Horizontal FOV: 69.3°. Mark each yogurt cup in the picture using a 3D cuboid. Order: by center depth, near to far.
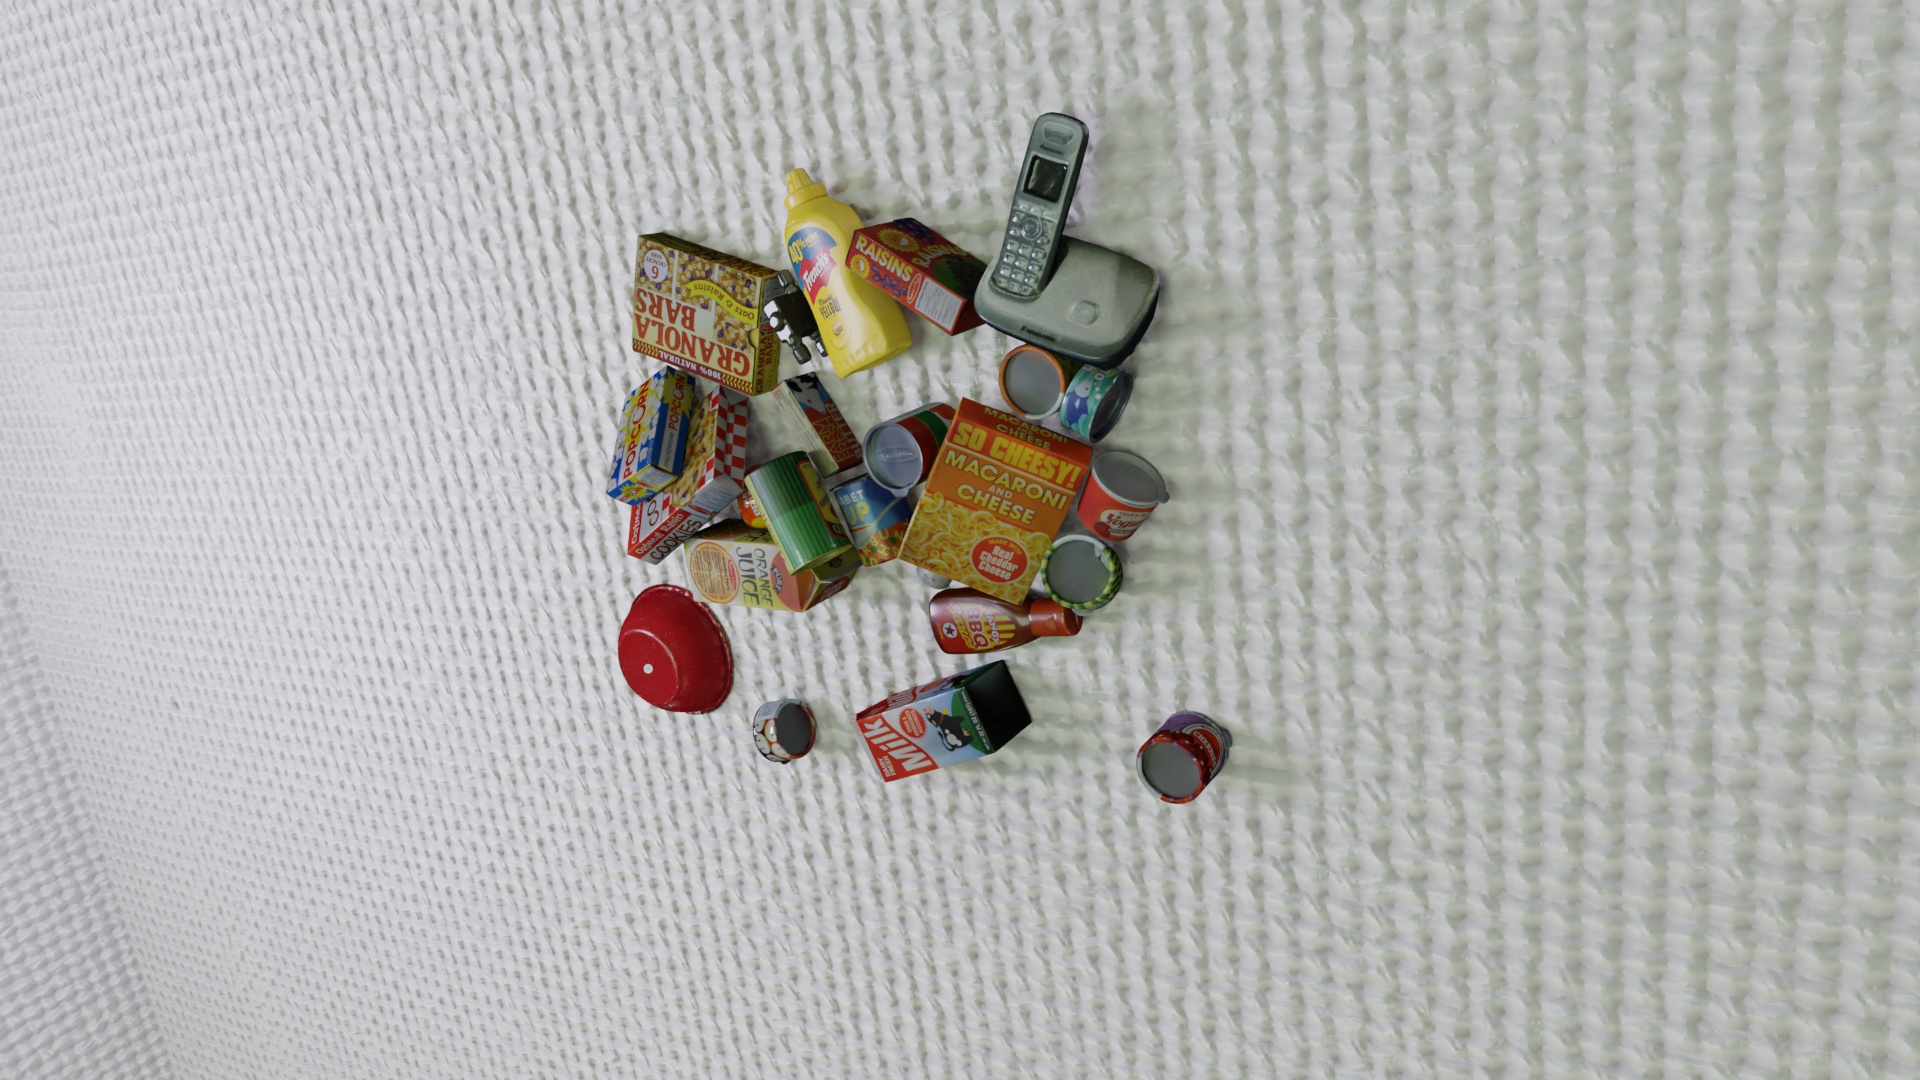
[{"bbox_3d":[0.135,-0.037,1.197,0.072,0.073,0.053,39,132,15],"label":"yogurt cup"}]

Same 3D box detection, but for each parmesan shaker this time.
[{"bbox_3d":[-0.155,-0.027,1.321,0.071,0.071,0.103,-29,85,37],"label":"parmesan shaker"}]

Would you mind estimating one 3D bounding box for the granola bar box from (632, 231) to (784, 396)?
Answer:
[{"bbox_3d":[-0.257,-0.229,1.399,0.166,0.039,0.123,22,118,26],"label":"granola bar box"}]

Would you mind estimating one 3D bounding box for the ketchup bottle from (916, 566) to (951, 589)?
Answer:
[{"bbox_3d":[0.005,-0.016,1.301,0.065,0.044,0.148,36,124,6],"label":"ketchup bottle"}]

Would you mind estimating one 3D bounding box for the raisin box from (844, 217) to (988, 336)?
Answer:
[{"bbox_3d":[-0.027,-0.233,1.216,0.123,0.086,0.039,35,125,18],"label":"raisin box"}]

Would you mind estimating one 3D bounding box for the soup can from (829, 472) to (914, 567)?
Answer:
[{"bbox_3d":[-0.081,-0.023,1.338,0.071,0.071,0.083,-17,98,37],"label":"soup can"}]

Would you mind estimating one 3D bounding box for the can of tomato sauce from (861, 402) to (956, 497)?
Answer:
[{"bbox_3d":[-0.039,-0.085,1.280,0.071,0.083,0.071,12,114,30],"label":"can of tomato sauce"}]

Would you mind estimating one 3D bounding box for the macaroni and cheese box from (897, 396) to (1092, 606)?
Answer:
[{"bbox_3d":[0.029,-0.033,1.231,0.124,0.040,0.165,21,126,-4],"label":"macaroni and cheese box"}]

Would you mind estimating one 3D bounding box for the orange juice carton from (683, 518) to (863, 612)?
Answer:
[{"bbox_3d":[-0.187,0.025,1.426,0.192,0.072,0.072,4,109,33],"label":"orange juice carton"}]

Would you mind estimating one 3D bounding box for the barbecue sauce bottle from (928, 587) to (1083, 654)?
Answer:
[{"bbox_3d":[0.043,0.074,1.310,0.148,0.044,0.064,-5,108,34],"label":"barbecue sauce bottle"}]

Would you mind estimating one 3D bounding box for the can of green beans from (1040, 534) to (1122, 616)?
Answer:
[{"bbox_3d":[0.107,0.029,1.226,0.071,0.058,0.071,-1,86,13],"label":"can of green beans"}]

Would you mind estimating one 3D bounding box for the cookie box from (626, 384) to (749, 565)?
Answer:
[{"bbox_3d":[-0.282,-0.065,1.433,0.166,0.040,0.123,-35,44,37],"label":"cookie box"}]

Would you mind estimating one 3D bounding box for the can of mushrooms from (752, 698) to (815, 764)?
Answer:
[{"bbox_3d":[-0.188,0.206,1.498,0.033,0.071,0.071,-15,99,35],"label":"can of mushrooms"}]

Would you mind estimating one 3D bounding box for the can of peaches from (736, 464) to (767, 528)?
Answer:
[{"bbox_3d":[-0.183,-0.044,1.399,0.058,0.071,0.071,3,109,31],"label":"can of peaches"}]

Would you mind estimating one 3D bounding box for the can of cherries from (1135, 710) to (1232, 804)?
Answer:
[{"bbox_3d":[0.200,0.193,1.240,0.071,0.058,0.071,13,114,30],"label":"can of cherries"}]

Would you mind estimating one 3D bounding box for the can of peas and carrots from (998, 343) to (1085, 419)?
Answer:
[{"bbox_3d":[0.073,-0.144,1.200,0.071,0.059,0.070,12,113,29],"label":"can of peas and carrots"}]

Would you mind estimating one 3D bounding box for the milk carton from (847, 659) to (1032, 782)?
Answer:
[{"bbox_3d":[-0.032,0.185,1.382,0.190,0.074,0.072,-23,94,37],"label":"milk carton"}]

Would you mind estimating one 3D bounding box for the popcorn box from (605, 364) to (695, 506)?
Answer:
[{"bbox_3d":[-0.320,-0.108,1.437,0.085,0.038,0.127,-27,49,41],"label":"popcorn box"}]

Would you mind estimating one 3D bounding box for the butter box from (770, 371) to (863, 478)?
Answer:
[{"bbox_3d":[-0.138,-0.113,1.355,0.024,0.053,0.103,-33,88,34],"label":"butter box"}]

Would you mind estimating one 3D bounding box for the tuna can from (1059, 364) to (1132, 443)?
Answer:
[{"bbox_3d":[0.115,-0.121,1.175,0.033,0.071,0.070,31,122,21],"label":"tuna can"}]
